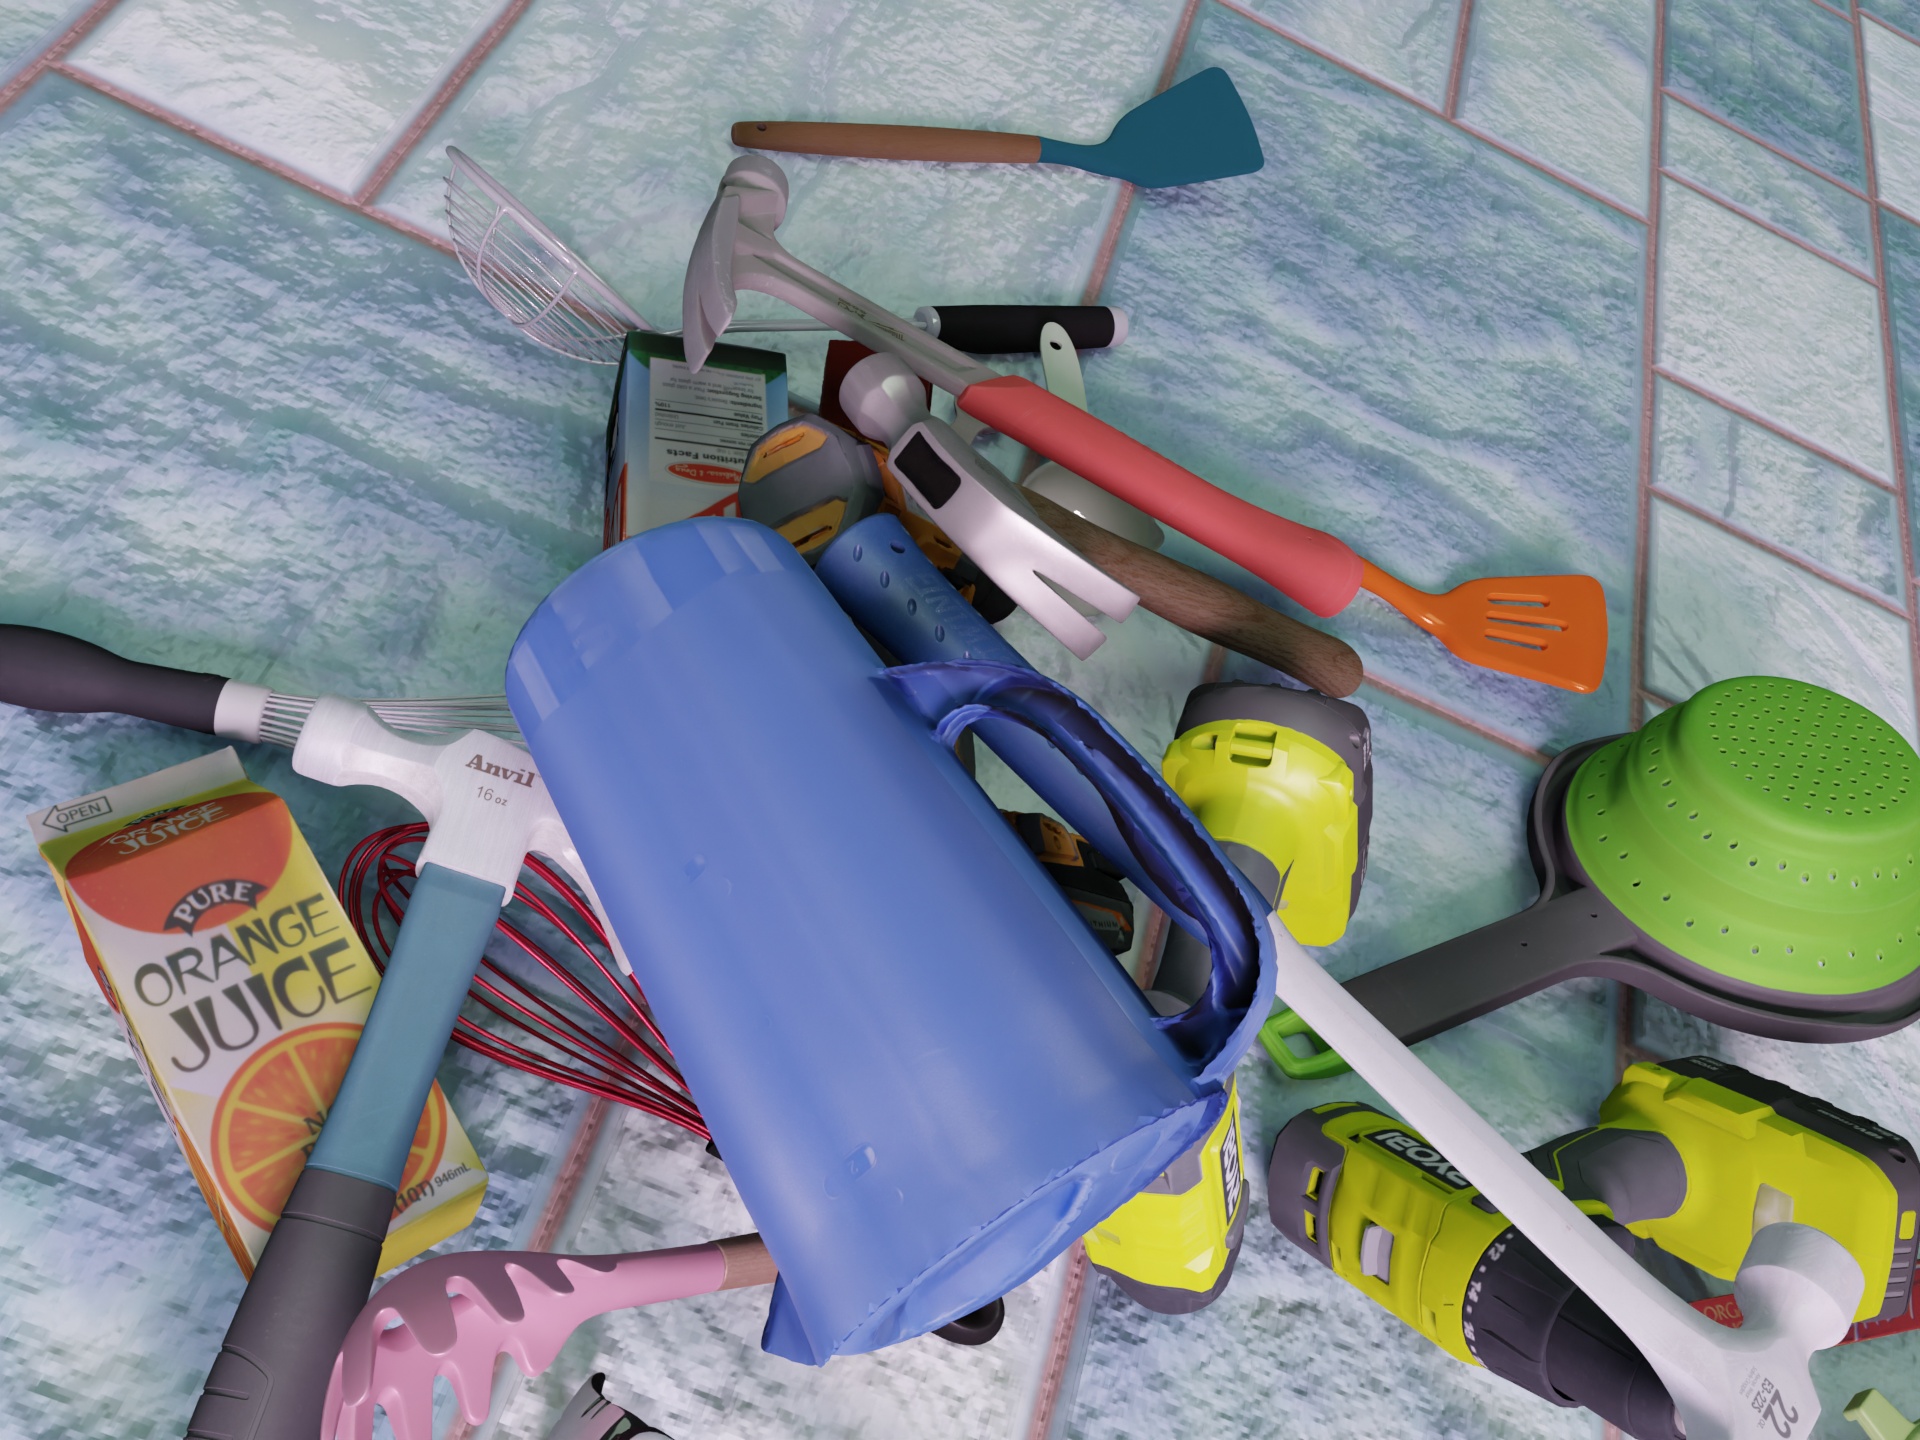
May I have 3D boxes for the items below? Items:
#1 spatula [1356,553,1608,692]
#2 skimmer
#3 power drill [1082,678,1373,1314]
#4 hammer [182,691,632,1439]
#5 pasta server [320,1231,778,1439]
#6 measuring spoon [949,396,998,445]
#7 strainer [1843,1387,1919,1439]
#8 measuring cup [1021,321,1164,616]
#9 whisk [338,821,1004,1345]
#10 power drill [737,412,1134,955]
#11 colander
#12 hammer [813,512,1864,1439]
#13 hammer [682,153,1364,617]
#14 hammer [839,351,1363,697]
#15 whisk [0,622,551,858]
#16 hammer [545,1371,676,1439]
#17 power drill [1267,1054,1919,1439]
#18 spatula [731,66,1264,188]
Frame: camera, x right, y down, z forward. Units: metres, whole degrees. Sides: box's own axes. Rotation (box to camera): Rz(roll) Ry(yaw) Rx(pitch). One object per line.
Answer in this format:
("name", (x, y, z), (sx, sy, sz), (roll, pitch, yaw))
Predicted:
("spatula", (0.190, -0.096, 0.841), (0.322, 0.041, 0.081), (22, 56, -7))
("skimmer", (-0.066, -0.224, 0.783), (0.363, 0.090, 0.127), (-7, 33, -28))
("power drill", (0.101, 0.108, 0.624), (0.080, 0.171, 0.223), (9, 48, 22))
("hammer", (-0.184, 0.148, 0.462), (0.128, 0.033, 0.331), (20, 56, -13))
("pasta server", (-0.056, 0.178, 0.511), (0.316, 0.060, 0.040), (10, 31, -47))
("measuring spoon", (-0.010, -0.127, 0.798), (0.034, 0.018, 0.124), (29, 61, 12))
("strainer", (0.463, 0.376, 0.657), (0.256, 0.069, 0.152), (14, 55, -15))
("measuring cup", (0.051, -0.126, 0.803), (0.083, 0.038, 0.168), (5, 60, -21))
("whisk", (-0.101, 0.136, 0.582), (0.296, 0.073, 0.073), (39, 55, -5))
("power drill", (-0.001, -0.002, 0.662), (0.185, 0.084, 0.226), (17, 53, -63))
("colander", (0.314, 0.067, 0.734), (0.397, 0.094, 0.205), (-16, 46, -20))
("hammer", (0.099, 0.079, 0.512), (0.406, 0.035, 0.144), (44, 49, 14))
("hammer", (0.043, -0.129, 0.727), (0.358, 0.036, 0.149), (25, 38, -23))
("hammer", (0.090, -0.056, 0.685), (0.331, 0.031, 0.130), (17, 31, -49))
("whisk", (-0.239, 0.003, 0.606), (0.284, 0.070, 0.070), (13, 57, -9))
("hammer", (0.011, 0.317, 0.505), (0.336, 0.127, 0.034), (39, 66, -9))
("power drill", (0.262, 0.199, 0.619), (0.228, 0.191, 0.080), (-1, 99, -28))
("spatula", (0.024, -0.339, 0.915), (0.317, 0.044, 0.082), (-7, 68, -24))
